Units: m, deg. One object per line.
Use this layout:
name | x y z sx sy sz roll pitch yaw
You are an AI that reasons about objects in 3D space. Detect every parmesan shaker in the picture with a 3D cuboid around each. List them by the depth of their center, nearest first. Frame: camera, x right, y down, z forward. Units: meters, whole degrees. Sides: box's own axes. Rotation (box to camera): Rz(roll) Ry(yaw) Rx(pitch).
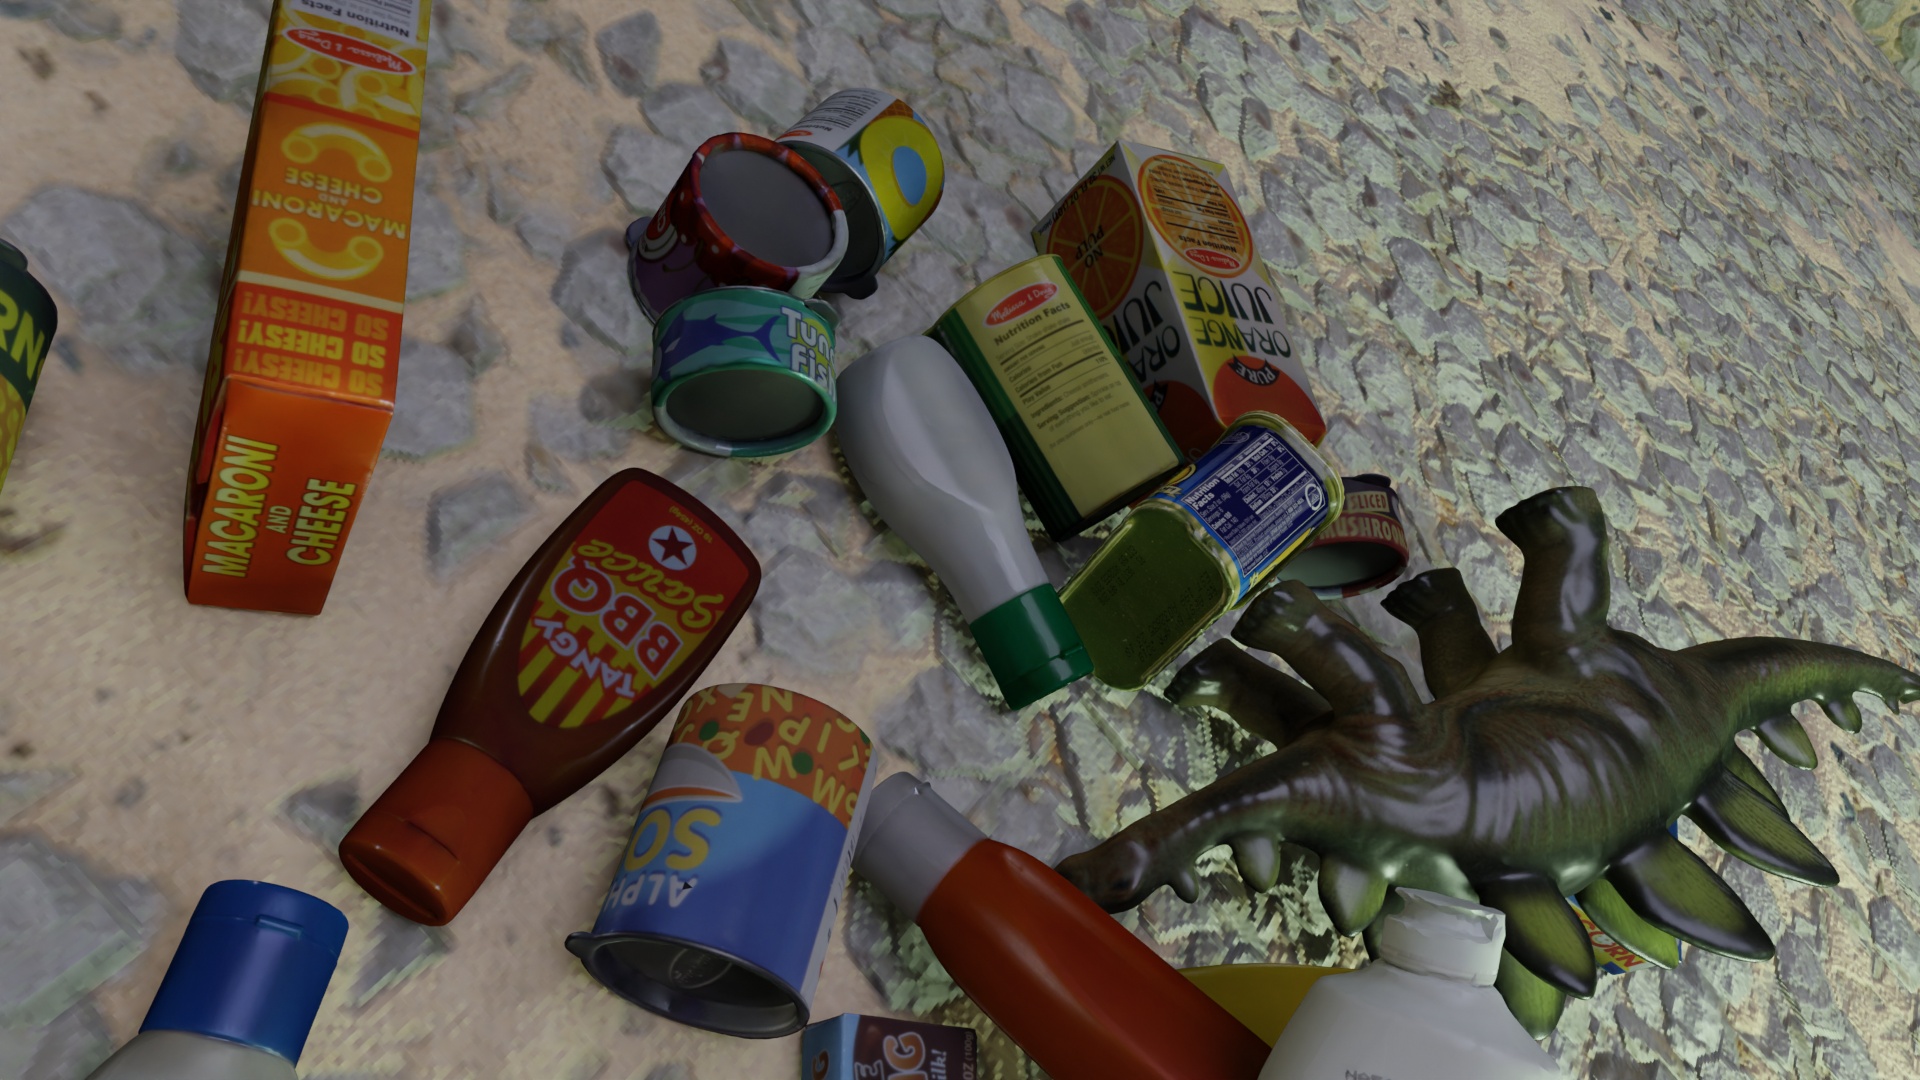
parmesan shaker | 0.038 -0.057 0.583 0.071 0.071 0.103 -24 80 -42

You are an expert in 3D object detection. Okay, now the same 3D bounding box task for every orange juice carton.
orange juice carton | 0.104 -0.082 0.640 0.073 0.071 0.193 1 63 -36

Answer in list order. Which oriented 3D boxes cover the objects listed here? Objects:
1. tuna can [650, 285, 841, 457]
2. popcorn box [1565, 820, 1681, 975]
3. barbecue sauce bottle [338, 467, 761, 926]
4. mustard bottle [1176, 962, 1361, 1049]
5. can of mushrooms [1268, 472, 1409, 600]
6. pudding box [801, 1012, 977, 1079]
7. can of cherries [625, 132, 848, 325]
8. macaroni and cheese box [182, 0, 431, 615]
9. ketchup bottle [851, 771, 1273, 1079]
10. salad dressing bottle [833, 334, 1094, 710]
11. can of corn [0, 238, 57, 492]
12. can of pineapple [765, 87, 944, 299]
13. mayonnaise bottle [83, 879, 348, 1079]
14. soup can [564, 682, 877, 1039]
tuna can | -0.075 -0.059 0.496 0.071 0.070 0.033 12 59 -31
popcorn box | 0.287 0.137 0.665 0.126 0.038 0.085 36 47 -13
barbecue sauce bottle | -0.122 0.045 0.418 0.065 0.043 0.149 40 48 -9
mustard bottle | 0.103 0.176 0.474 0.160 0.048 0.065 6 28 8
can of mushrooms | 0.173 -0.001 0.642 0.071 0.070 0.033 16 57 -28
pudding box | -0.023 0.187 0.414 0.050 0.030 0.084 18 55 -26
can of cherries | -0.087 -0.113 0.528 0.071 0.058 0.072 18 55 -28
macaroni and cheese box | -0.185 -0.079 0.392 0.040 0.123 0.167 9 59 -29
ketchup bottle | 0.026 0.131 0.438 0.149 0.043 0.065 37 15 22
salad dressing bottle | 0.002 -0.007 0.540 0.064 0.043 0.148 -19 77 -43
can of corn | -0.268 -0.041 0.344 0.071 0.071 0.058 14 57 -29
can of pineapple | -0.047 -0.143 0.572 0.071 0.070 0.058 42 47 -8
mayonnaise bottle | -0.182 0.153 0.311 0.065 0.041 0.149 27 50 -23
soup can | -0.068 0.093 0.413 0.071 0.071 0.084 30 49 -19
